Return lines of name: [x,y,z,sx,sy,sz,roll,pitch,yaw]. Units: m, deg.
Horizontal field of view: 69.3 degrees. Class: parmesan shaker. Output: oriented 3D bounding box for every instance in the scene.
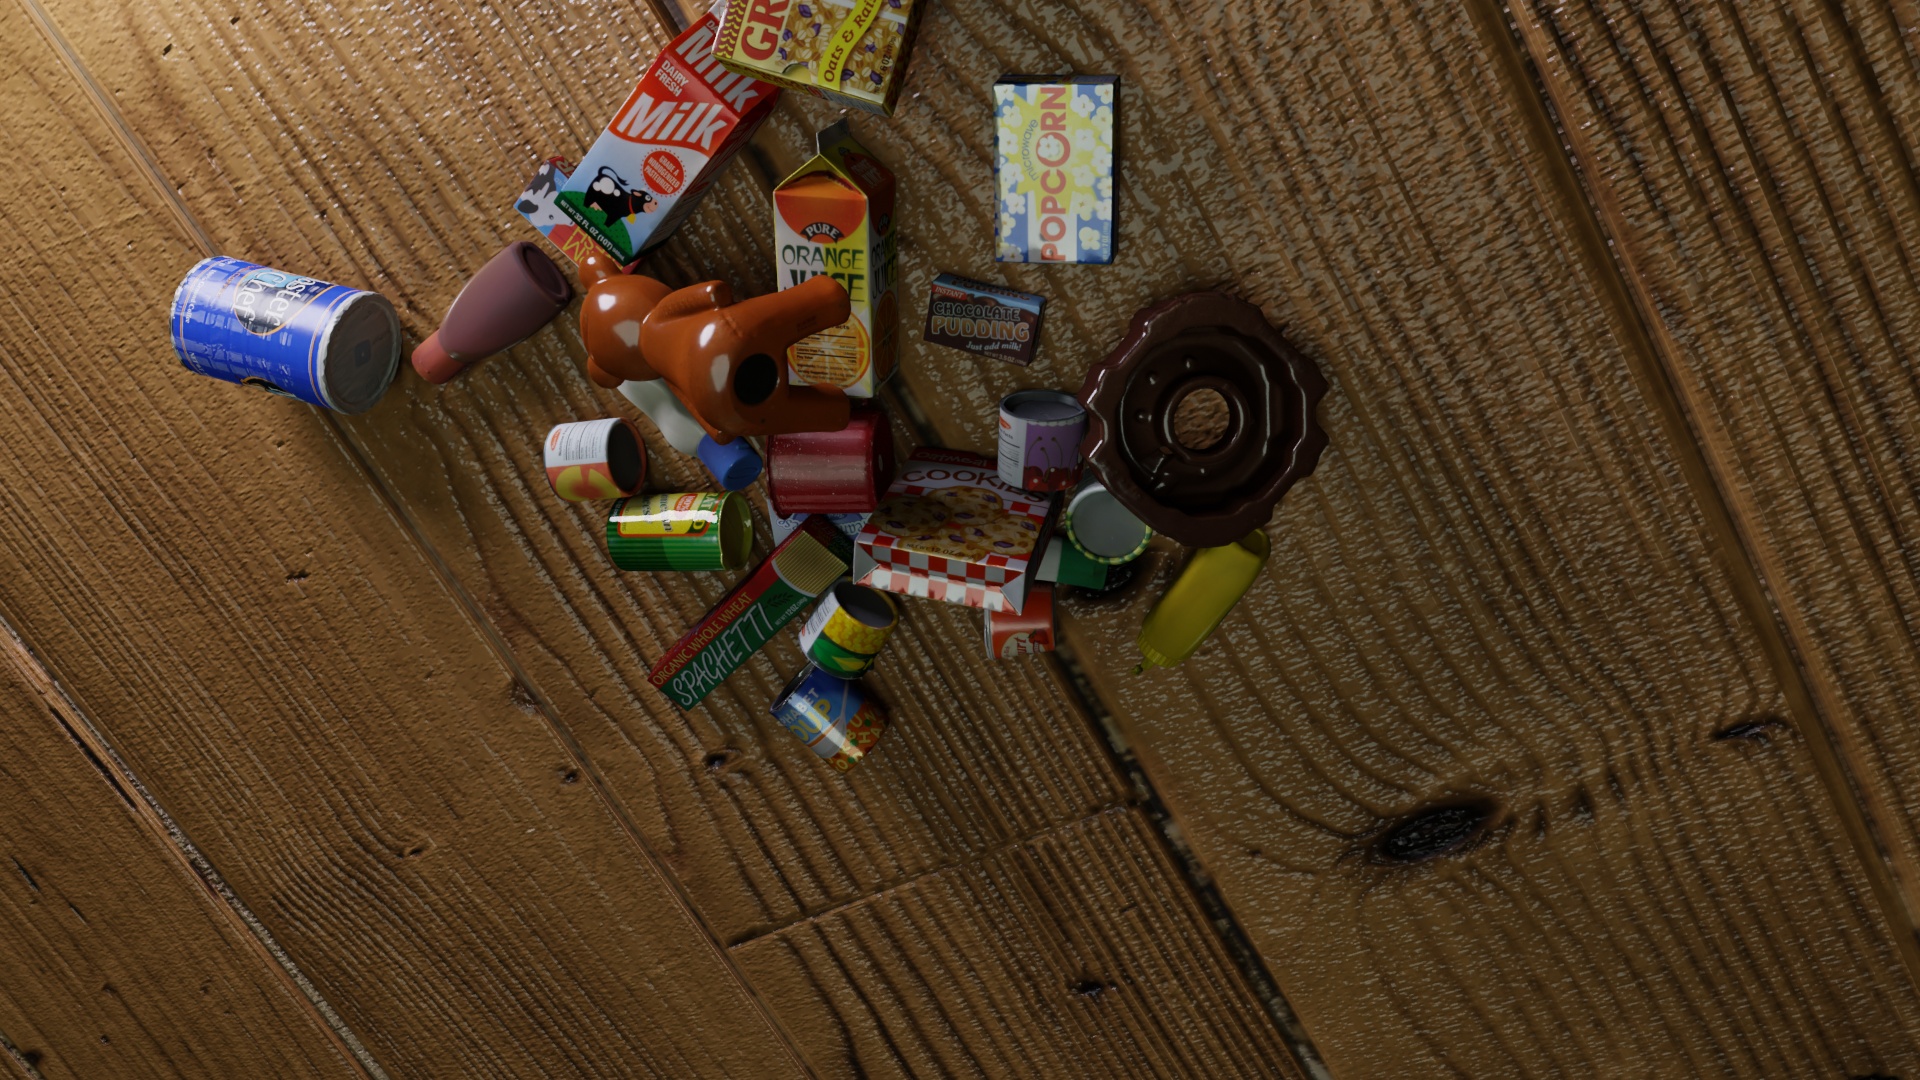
parmesan shaker: [-0.233,-0.005,1.150,0.103,0.071,0.071,-1,114,15]

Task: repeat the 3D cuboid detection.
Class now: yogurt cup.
yogurt cup: [0.049,0.061,1.112,0.054,0.073,0.072,-2,114,7]

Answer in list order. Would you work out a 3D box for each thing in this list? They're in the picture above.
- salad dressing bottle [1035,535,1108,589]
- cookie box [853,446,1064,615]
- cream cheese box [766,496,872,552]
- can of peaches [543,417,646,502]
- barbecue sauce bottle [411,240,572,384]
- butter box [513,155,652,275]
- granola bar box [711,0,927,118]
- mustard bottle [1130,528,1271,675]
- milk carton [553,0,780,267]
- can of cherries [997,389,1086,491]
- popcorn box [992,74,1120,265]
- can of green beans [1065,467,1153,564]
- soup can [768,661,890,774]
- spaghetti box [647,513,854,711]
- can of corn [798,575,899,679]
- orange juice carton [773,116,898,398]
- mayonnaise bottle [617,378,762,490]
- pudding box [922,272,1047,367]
salad dressing bottle: [0.042,0.010,1.094,0.148,0.064,0.043,9,129,3]
cookie box: [0.004,-0.013,1.031,0.123,0.168,0.040,10,119,10]
cream cheese box: [-0.103,-0.015,1.139,0.104,0.024,0.053,0,115,15]
can of peaches: [-0.299,-0.065,1.146,0.058,0.071,0.071,-5,113,17]
barbecue sauce bottle: [-0.386,-0.179,1.128,0.148,0.044,0.065,-31,103,25]
butter box: [-0.292,-0.245,1.083,0.103,0.024,0.053,43,118,-6]
granola bar box: [-0.082,-0.382,0.924,0.124,0.039,0.165,18,95,7]
mustard bottle: [0.179,0.052,1.076,0.049,0.065,0.159,35,124,4]
milk carton: [-0.204,-0.296,1.009,0.072,0.074,0.190,44,117,-8]
can of cherries: [0.064,-0.076,1.044,0.071,0.072,0.058,7,116,12]
popcorn box: [0.068,-0.259,0.973,0.085,0.038,0.126,4,115,13]
can of green beans: [0.117,-0.022,1.058,0.071,0.058,0.071,6,116,12]
soup can: [-0.113,0.151,1.191,0.084,0.072,0.071,43,117,-7]
spaghetti box: [-0.181,0.066,1.177,0.050,0.029,0.249,41,124,-13]
can of corn: [-0.090,0.072,1.152,0.071,0.071,0.058,34,118,-2]
orange juice carton: [-0.090,-0.207,1.020,0.073,0.072,0.191,6,116,12]
mayonnaise bottle: [-0.208,-0.097,1.072,0.148,0.065,0.041,46,130,27]
pudding box: [0.018,-0.165,1.034,0.084,0.030,0.049,16,116,7]
